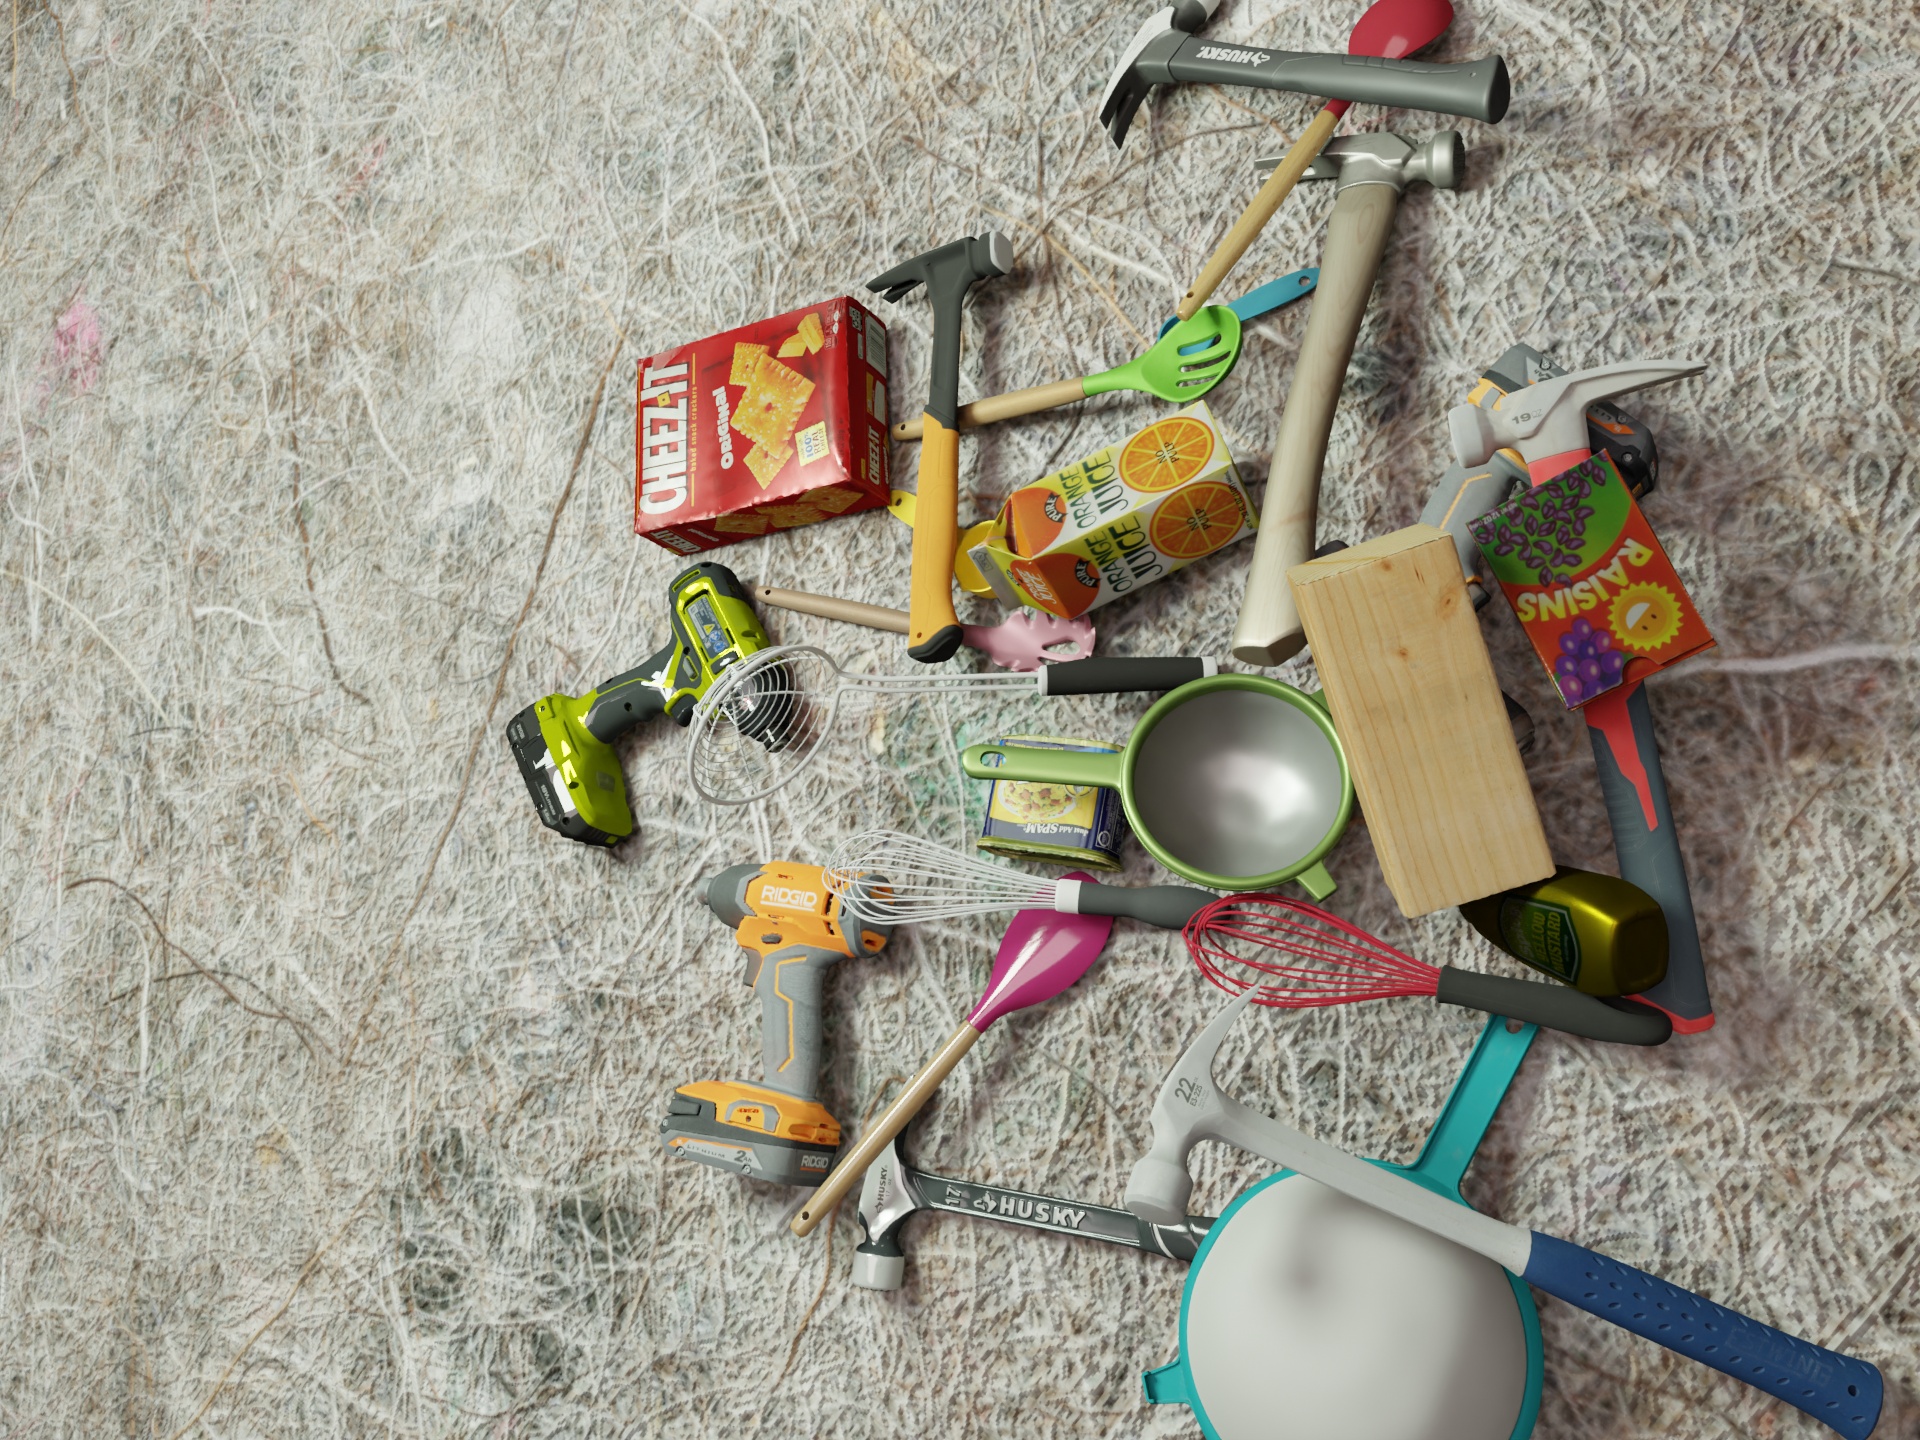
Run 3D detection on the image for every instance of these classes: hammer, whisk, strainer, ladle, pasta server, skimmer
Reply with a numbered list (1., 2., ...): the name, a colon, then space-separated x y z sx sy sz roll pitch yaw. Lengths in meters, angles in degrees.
1. hammer: 0.398 -0.013 0.926 0.143 0.038 0.386 -13 87 21
2. hammer: 0.298 0.279 0.866 0.405 0.035 0.144 23 59 4
3. whisk: 0.274 0.157 0.969 0.296 0.073 0.073 8 81 29
4. whisk: 0.043 0.117 1.095 0.284 0.070 0.070 5 79 11
5. strainer: 0.130 0.046 1.060 0.256 0.069 0.152 4 66 11
6. ladle: 0.245 -0.405 1.121 0.069 0.031 0.315 30 80 40
7. strainer: 0.250 0.295 0.915 0.211 0.095 0.340 25 78 32
8. hammer: 0.237 -0.450 1.115 0.335 0.035 0.146 32 83 44
9. hammer: -0.022 -0.205 1.211 0.127 0.034 0.337 -10 71 36
10. pasta server: -0.034 -0.076 1.216 0.316 0.040 0.060 13 72 30
11. hammer: 0.232 -0.226 1.070 0.146 0.038 0.411 5 67 29
12. hammer: 0.116 0.328 1.042 0.409 0.036 0.149 1 77 27
13. skimmer: -0.002 -0.003 1.083 0.363 0.127 0.090 -3 46 -2

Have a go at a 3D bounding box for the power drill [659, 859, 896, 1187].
1. power drill: -0.147 0.215 1.179 0.164 0.084 0.226 5 76 28

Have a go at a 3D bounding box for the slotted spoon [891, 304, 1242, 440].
1. slotted spoon: 0.073 -0.245 1.185 0.314 0.031 0.070 -6 70 36

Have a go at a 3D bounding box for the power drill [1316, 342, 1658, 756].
1. power drill: 0.341 -0.100 1.010 0.226 0.084 0.185 -50 64 12

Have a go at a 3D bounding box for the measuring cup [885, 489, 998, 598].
1. measuring cup: -0.005 -0.142 1.230 0.157 0.029 0.062 37 97 41

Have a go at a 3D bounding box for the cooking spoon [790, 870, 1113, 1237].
1. cooking spoon: -0.007 0.233 1.105 0.069 0.017 0.319 38 84 31

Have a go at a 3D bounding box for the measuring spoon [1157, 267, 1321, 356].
1. measuring spoon: 0.206 -0.295 1.164 0.128 0.021 0.042 -24 68 10

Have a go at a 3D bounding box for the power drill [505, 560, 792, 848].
1. power drill: -0.244 -0.001 1.284 0.223 0.080 0.171 -35 64 12
